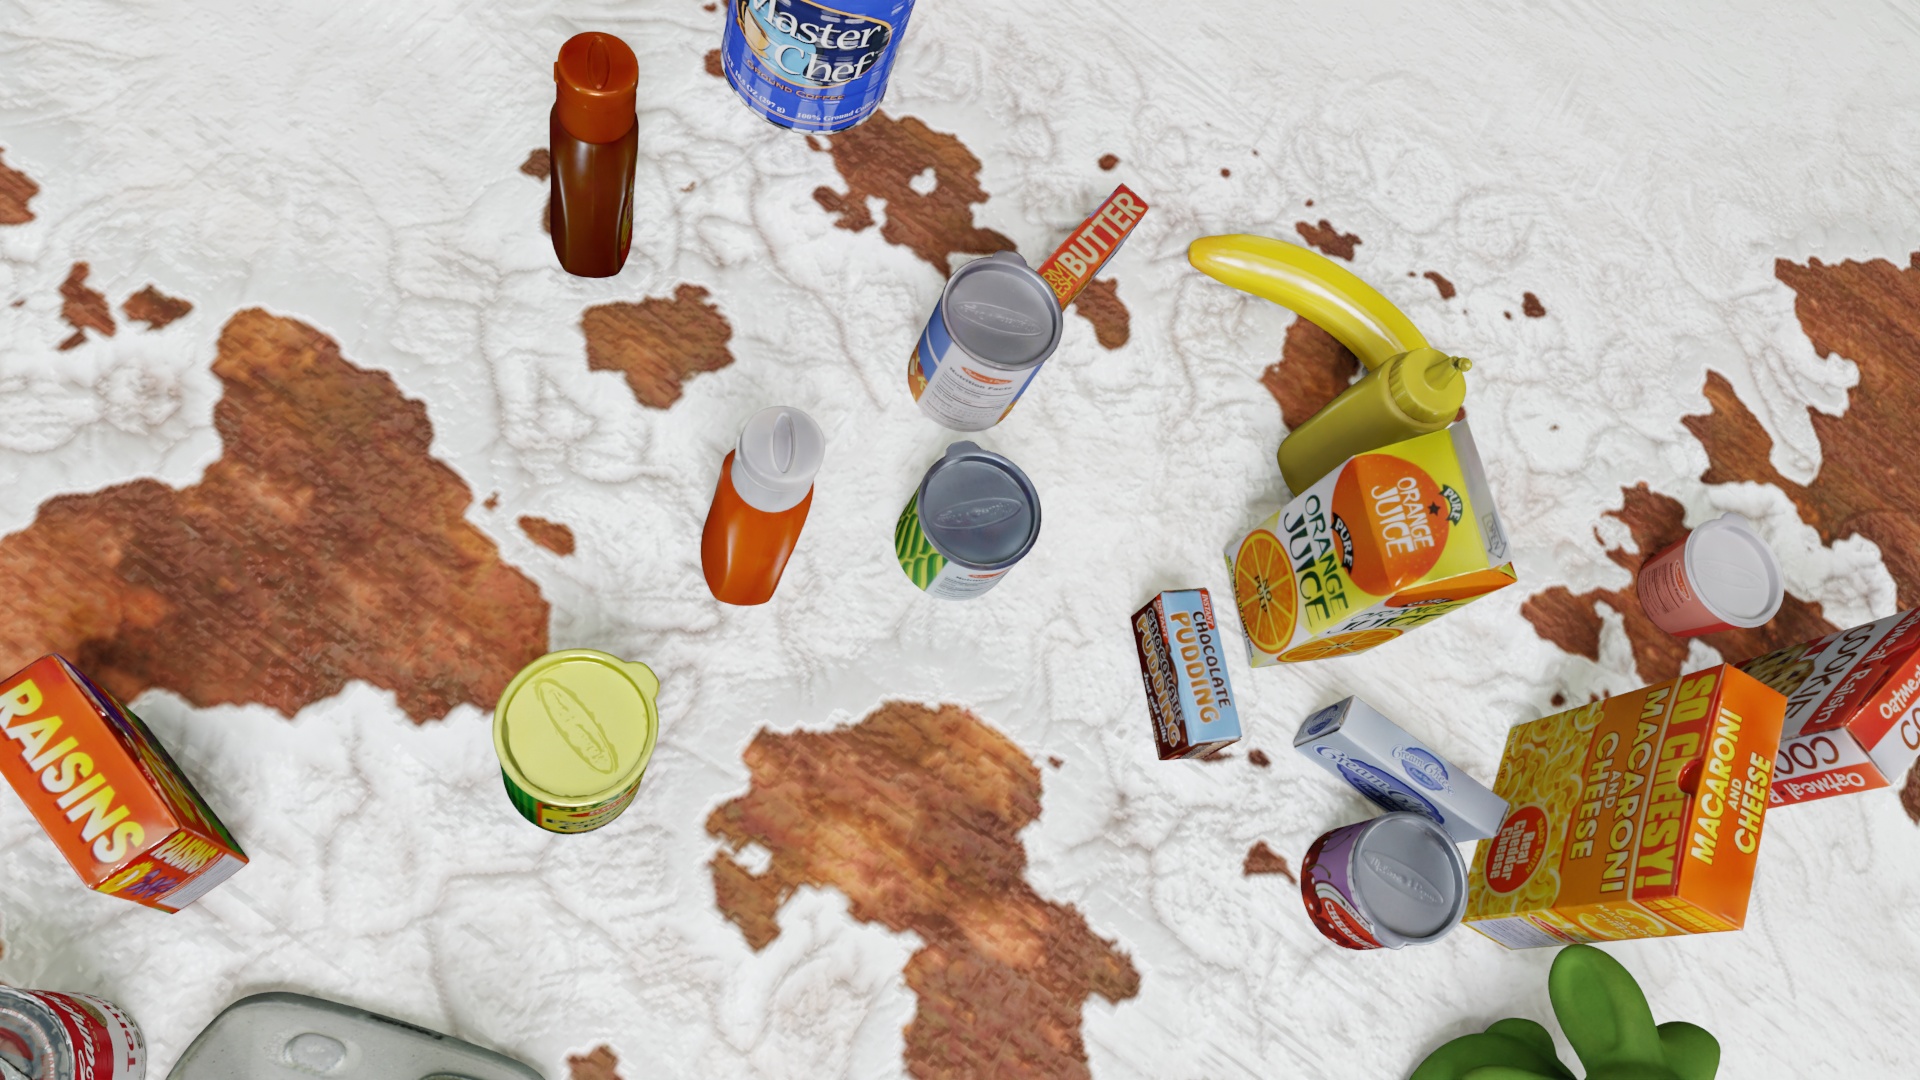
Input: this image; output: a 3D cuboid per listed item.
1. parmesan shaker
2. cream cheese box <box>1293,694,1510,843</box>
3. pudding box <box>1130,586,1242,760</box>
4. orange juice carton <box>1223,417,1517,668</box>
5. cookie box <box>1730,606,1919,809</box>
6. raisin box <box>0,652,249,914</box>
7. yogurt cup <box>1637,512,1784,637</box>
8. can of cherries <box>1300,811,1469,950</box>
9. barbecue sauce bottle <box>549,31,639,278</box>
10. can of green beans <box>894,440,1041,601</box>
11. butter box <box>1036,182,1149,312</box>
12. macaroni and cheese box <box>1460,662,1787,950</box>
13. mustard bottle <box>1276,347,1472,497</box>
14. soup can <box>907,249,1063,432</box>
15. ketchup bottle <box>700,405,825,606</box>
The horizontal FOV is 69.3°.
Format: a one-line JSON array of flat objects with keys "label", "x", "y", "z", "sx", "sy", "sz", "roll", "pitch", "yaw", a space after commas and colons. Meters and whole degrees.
[{"label": "parmesan shaker", "x": -0.170, "y": 0.091, "z": 0.621, "sx": 0.071, "sy": 0.102, "sz": 0.071, "roll": 5, "pitch": 70, "yaw": -14}, {"label": "cream cheese box", "x": 0.237, "y": 0.127, "z": 0.751, "sx": 0.104, "sy": 0.053, "sz": 0.024, "roll": 35, "pitch": 66, "yaw": -2}, {"label": "pudding box", "x": 0.120, "y": 0.072, "z": 0.740, "sx": 0.030, "sy": 0.049, "sz": 0.084, "roll": -4, "pitch": 72, "yaw": -17}, {"label": "orange juice carton", "x": 0.214, "y": 0.006, "z": 0.712, "sx": 0.073, "sy": 0.192, "sz": 0.072, "roll": -5, "pitch": 73, "yaw": -17}, {"label": "cookie box", "x": 0.459, "y": 0.097, "z": 0.762, "sx": 0.123, "sy": 0.166, "sz": 0.040, "roll": -34, "pitch": 83, "yaw": -23}, {"label": "raisin box", "x": -0.338, "y": 0.102, "z": 0.558, "sx": 0.040, "sy": 0.123, "sz": 0.086, "roll": -37, "pitch": 84, "yaw": -24}, {"label": "yogurt cup", "x": 0.455, "y": 0.027, "z": 0.849, "sx": 0.072, "sy": 0.053, "sz": 0.072, "roll": 5, "pitch": 70, "yaw": -14}, {"label": "can of cherries", "x": 0.218, "y": 0.180, "z": 0.724, "sx": 0.071, "sy": 0.058, "sz": 0.071, "roll": 5, "pitch": 70, "yaw": -14}, {"label": "barbecue sauce bottle", "x": -0.184, "y": -0.193, "z": 0.695, "sx": 0.044, "sy": 0.148, "sz": 0.065, "roll": 1, "pitch": 71, "yaw": -16}, {"label": "can of green beans", "x": 0.003, "y": -0.007, "z": 0.731, "sx": 0.071, "sy": 0.057, "sz": 0.071, "roll": 5, "pitch": 70, "yaw": -14}, {"label": "butter box", "x": 0.065, "y": -0.158, "z": 0.806, "sx": 0.024, "sy": 0.053, "sz": 0.104, "roll": 41, "pitch": 65, "yaw": 1}, {"label": "macaroni and cheese box", "x": 0.332, "y": 0.141, "z": 0.711, "sx": 0.040, "sy": 0.165, "sz": 0.124, "roll": 29, "pitch": 66, "yaw": -5}, {"label": "mustard bottle", "x": 0.233, "y": -0.068, "z": 0.762, "sx": 0.065, "sy": 0.159, "sz": 0.049, "roll": -23, "pitch": 79, "yaw": -22}, {"label": "soup can", "x": 0.012, "y": -0.107, "z": 0.755, "sx": 0.071, "sy": 0.083, "sz": 0.071, "roll": 5, "pitch": 70, "yaw": -14}, {"label": "ketchup bottle", "x": -0.095, "y": -0.018, "z": 0.657, "sx": 0.043, "sy": 0.148, "sz": 0.065, "roll": 4, "pitch": 70, "yaw": -15}]
